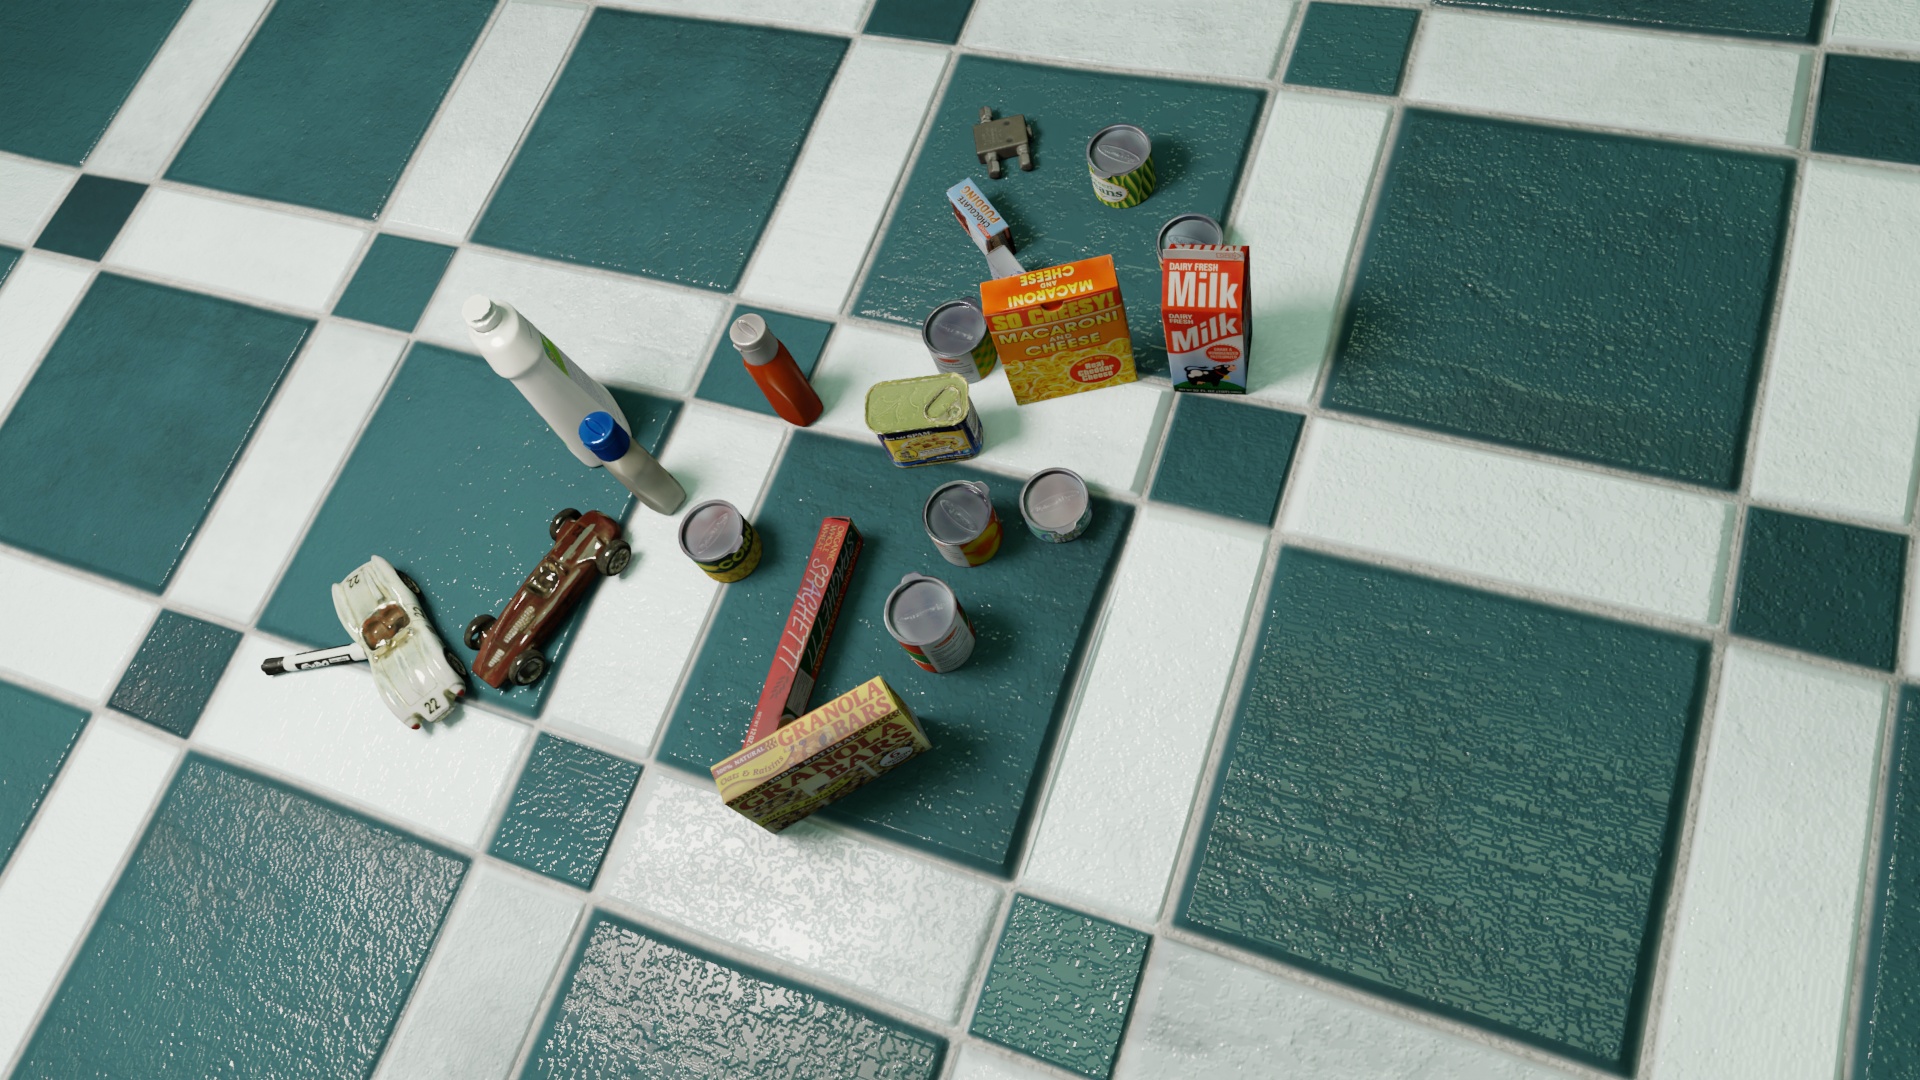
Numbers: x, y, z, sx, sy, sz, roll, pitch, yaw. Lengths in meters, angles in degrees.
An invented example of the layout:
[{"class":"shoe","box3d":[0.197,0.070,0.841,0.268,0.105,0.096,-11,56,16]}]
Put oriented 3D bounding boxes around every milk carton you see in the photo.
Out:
[{"class":"milk carton","box3d":[0.227,-0.211,1.270,0.072,0.190,0.074,4,68,16]}]

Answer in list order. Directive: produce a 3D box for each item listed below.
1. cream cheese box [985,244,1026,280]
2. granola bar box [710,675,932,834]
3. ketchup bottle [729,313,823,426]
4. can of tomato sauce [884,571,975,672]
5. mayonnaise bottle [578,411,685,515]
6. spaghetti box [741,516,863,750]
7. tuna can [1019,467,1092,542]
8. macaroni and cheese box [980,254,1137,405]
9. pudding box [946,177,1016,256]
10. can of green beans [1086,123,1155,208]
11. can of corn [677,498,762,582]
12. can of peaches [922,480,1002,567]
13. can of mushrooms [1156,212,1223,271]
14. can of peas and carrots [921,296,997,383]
[{"class":"cream cheese box","box3d":[0.065,-0.245,1.401,0.024,0.053,0.104,-32,63,-2]},{"class":"granola bar box","box3d":[-0.118,0.188,1.210,0.165,0.124,0.039,-29,63,0]},{"class":"ketchup bottle","box3d":[-0.185,-0.169,1.375,0.065,0.148,0.043,38,80,25]},{"class":"can of tomato sauce","box3d":[-0.027,0.076,1.262,0.071,0.083,0.071,-5,65,12]},{"class":"mayonnaise bottle","box3d":[-0.325,-0.077,1.367,0.065,0.147,0.041,34,78,24]},{"class":"spaghetti box","box3d":[-0.146,0.097,1.300,0.029,0.050,0.251,11,69,18]},{"class":"tuna can","box3d":[0.092,-0.031,1.310,0.071,0.032,0.071,-5,65,11]},{"class":"macaroni and cheese box","box3d":[0.096,-0.194,1.307,0.124,0.166,0.040,-11,65,9]},{"class":"pudding box","box3d":[0.022,-0.334,1.454,0.030,0.049,0.084,-33,63,-2]},{"class":"can of green beans","box3d":[0.167,-0.387,1.438,0.071,0.057,0.071,-5,65,12]},{"class":"can of corn","box3d":[-0.232,0.002,1.359,0.071,0.058,0.071,-5,65,12]},{"class":"can of peaches","box3d":[0.005,-0.016,1.310,0.071,0.058,0.071,-5,65,12]},{"class":"can of mushrooms","box3d":[0.230,-0.290,1.393,0.071,0.033,0.071,-5,65,11]},{"class":"can of peas and carrots","box3d":[0.001,-0.201,1.394,0.071,0.058,0.071,-5,65,12]}]
